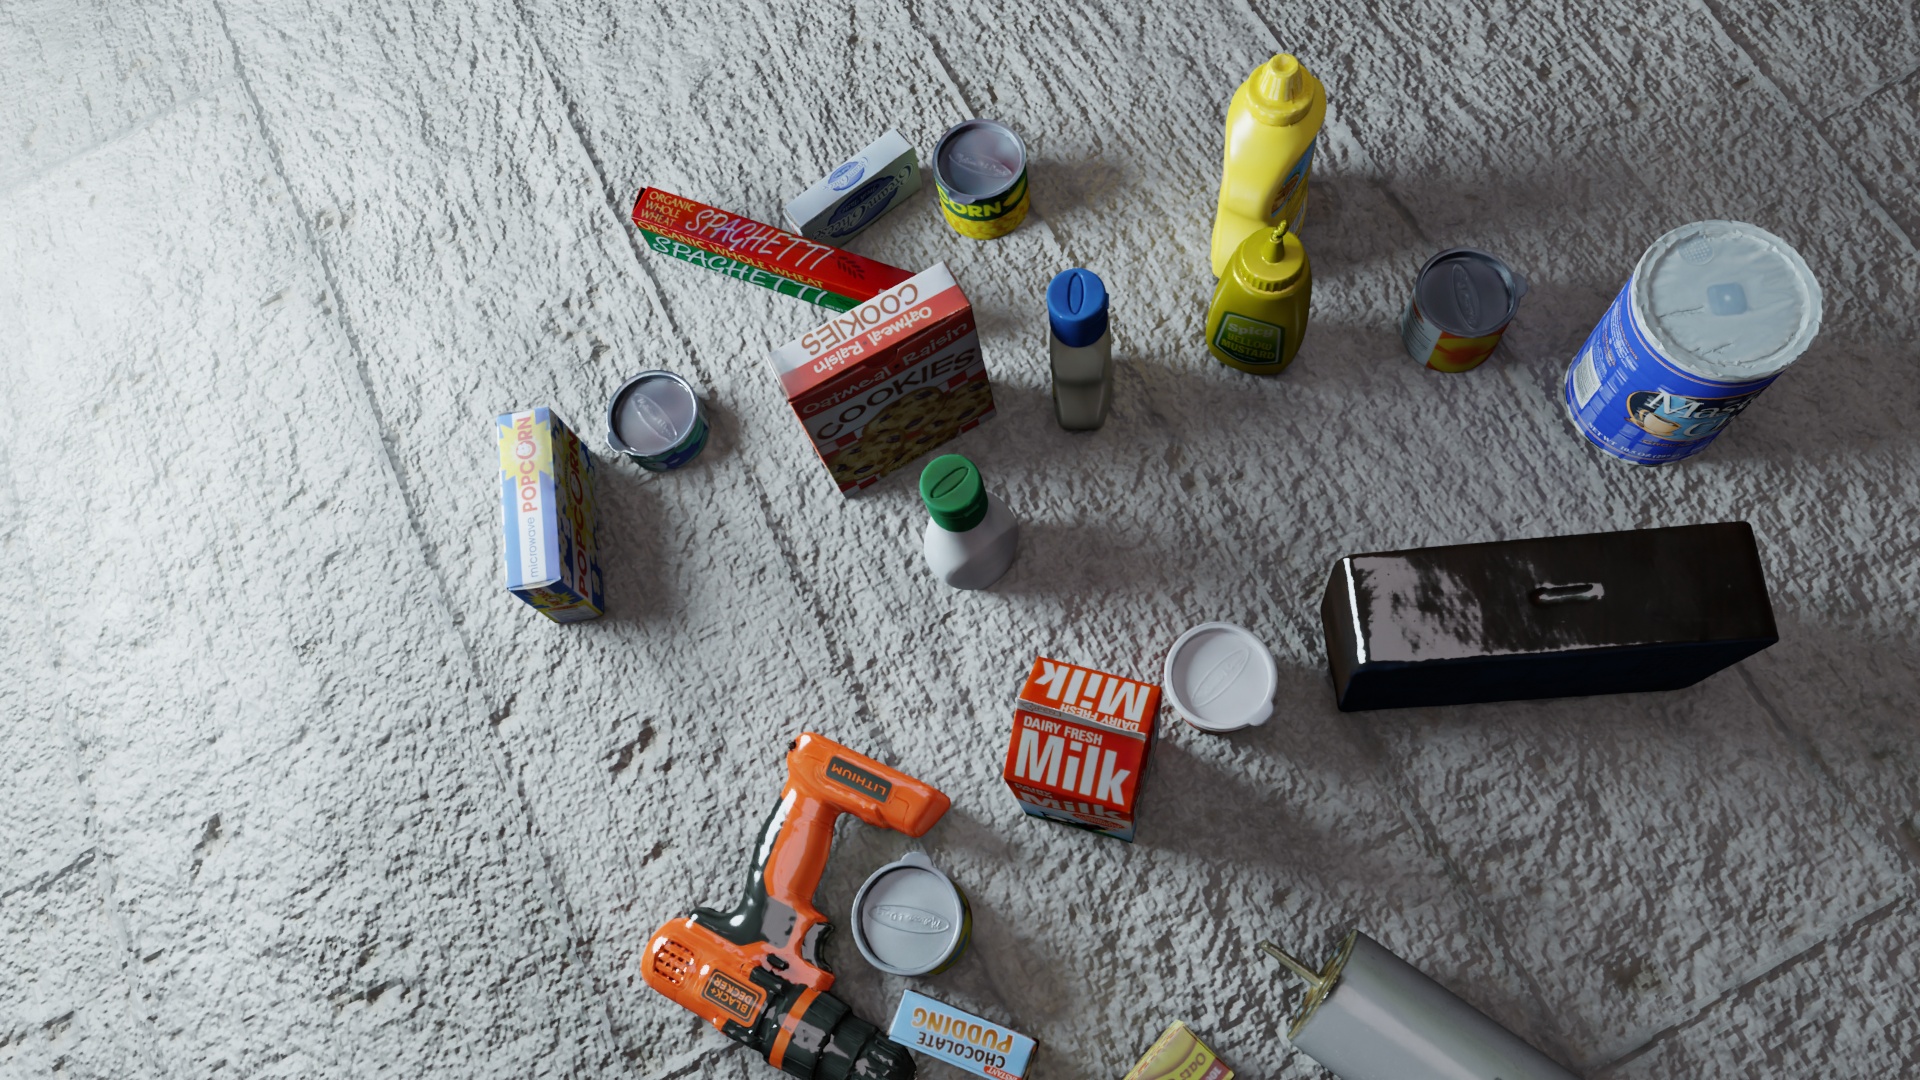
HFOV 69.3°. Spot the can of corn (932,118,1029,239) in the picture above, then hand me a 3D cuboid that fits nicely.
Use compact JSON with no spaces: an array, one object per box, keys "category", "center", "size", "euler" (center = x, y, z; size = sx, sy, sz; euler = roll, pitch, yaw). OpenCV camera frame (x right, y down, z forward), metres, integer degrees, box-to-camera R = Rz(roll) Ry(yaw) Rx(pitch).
[{"category":"can of corn","center":[0.015,-0.256,0.999],"size":[0.071,0.058,0.071],"euler":[-2,71,6]}]

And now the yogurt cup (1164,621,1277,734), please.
[{"category":"yogurt cup","center":[0.161,0.090,0.866],"size":[0.072,0.053,0.072],"euler":[-2,71,6]}]

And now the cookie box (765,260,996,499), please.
[{"category":"cookie box","center":[-0.045,-0.098,0.894],"size":[0.123,0.167,0.040],"euler":[-29,71,-3]}]

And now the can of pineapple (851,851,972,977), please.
[{"category":"can of pineapple","center":[-0.027,0.228,0.838],"size":[0.071,0.057,0.071],"euler":[-2,71,6]}]

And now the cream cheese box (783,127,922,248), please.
[{"category":"cream cheese box","center":[-0.077,-0.250,1.010],"size":[0.104,0.053,0.024],"euler":[-38,72,-7]}]

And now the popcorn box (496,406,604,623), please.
[{"category":"popcorn box","center":[-0.276,-0.016,0.936],"size":[0.038,0.085,0.127],"euler":[-11,71,3]}]

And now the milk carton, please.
[{"category":"milk carton","center":[0.072,0.119,0.794],"size":[0.072,0.190,0.073],"euler":[14,74,11]}]

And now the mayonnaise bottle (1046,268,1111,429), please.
[{"category":"mayonnaise bottle","center":[0.077,-0.125,0.899],"size":[0.041,0.147,0.065],"euler":[1,72,7]}]

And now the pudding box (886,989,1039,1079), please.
[{"category":"pudding box","center":[0.002,0.293,0.817],"size":[0.084,0.049,0.030],"euler":[18,75,12]}]

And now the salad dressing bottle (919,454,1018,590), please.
[{"category":"salad dressing bottle","center":[0.003,-0.011,0.869],"size":[0.064,0.147,0.044],"euler":[-39,72,-7]}]

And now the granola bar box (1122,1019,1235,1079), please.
[{"category":"granola bar box","center":[0.079,0.337,0.754],"size":[0.039,0.124,0.166],"euler":[41,80,17]}]

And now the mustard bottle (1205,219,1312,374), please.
[{"category":"mustard bottle","center":[0.194,-0.159,0.891],"size":[0.065,0.159,0.049],"euler":[17,75,12]}]

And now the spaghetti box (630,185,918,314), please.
[{"category":"spaghetti box","center":[-0.120,-0.198,0.999],"size":[0.250,0.050,0.029],"euler":[20,75,13]}]

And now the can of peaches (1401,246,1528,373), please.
[{"category":"can of peaches","center":[0.335,-0.153,0.927],"size":[0.071,0.058,0.071],"euler":[-2,71,6]}]

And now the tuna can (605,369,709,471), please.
[{"category":"tuna can","center":[-0.214,-0.082,0.979],"size":[0.071,0.032,0.071],"euler":[-2,71,6]}]
